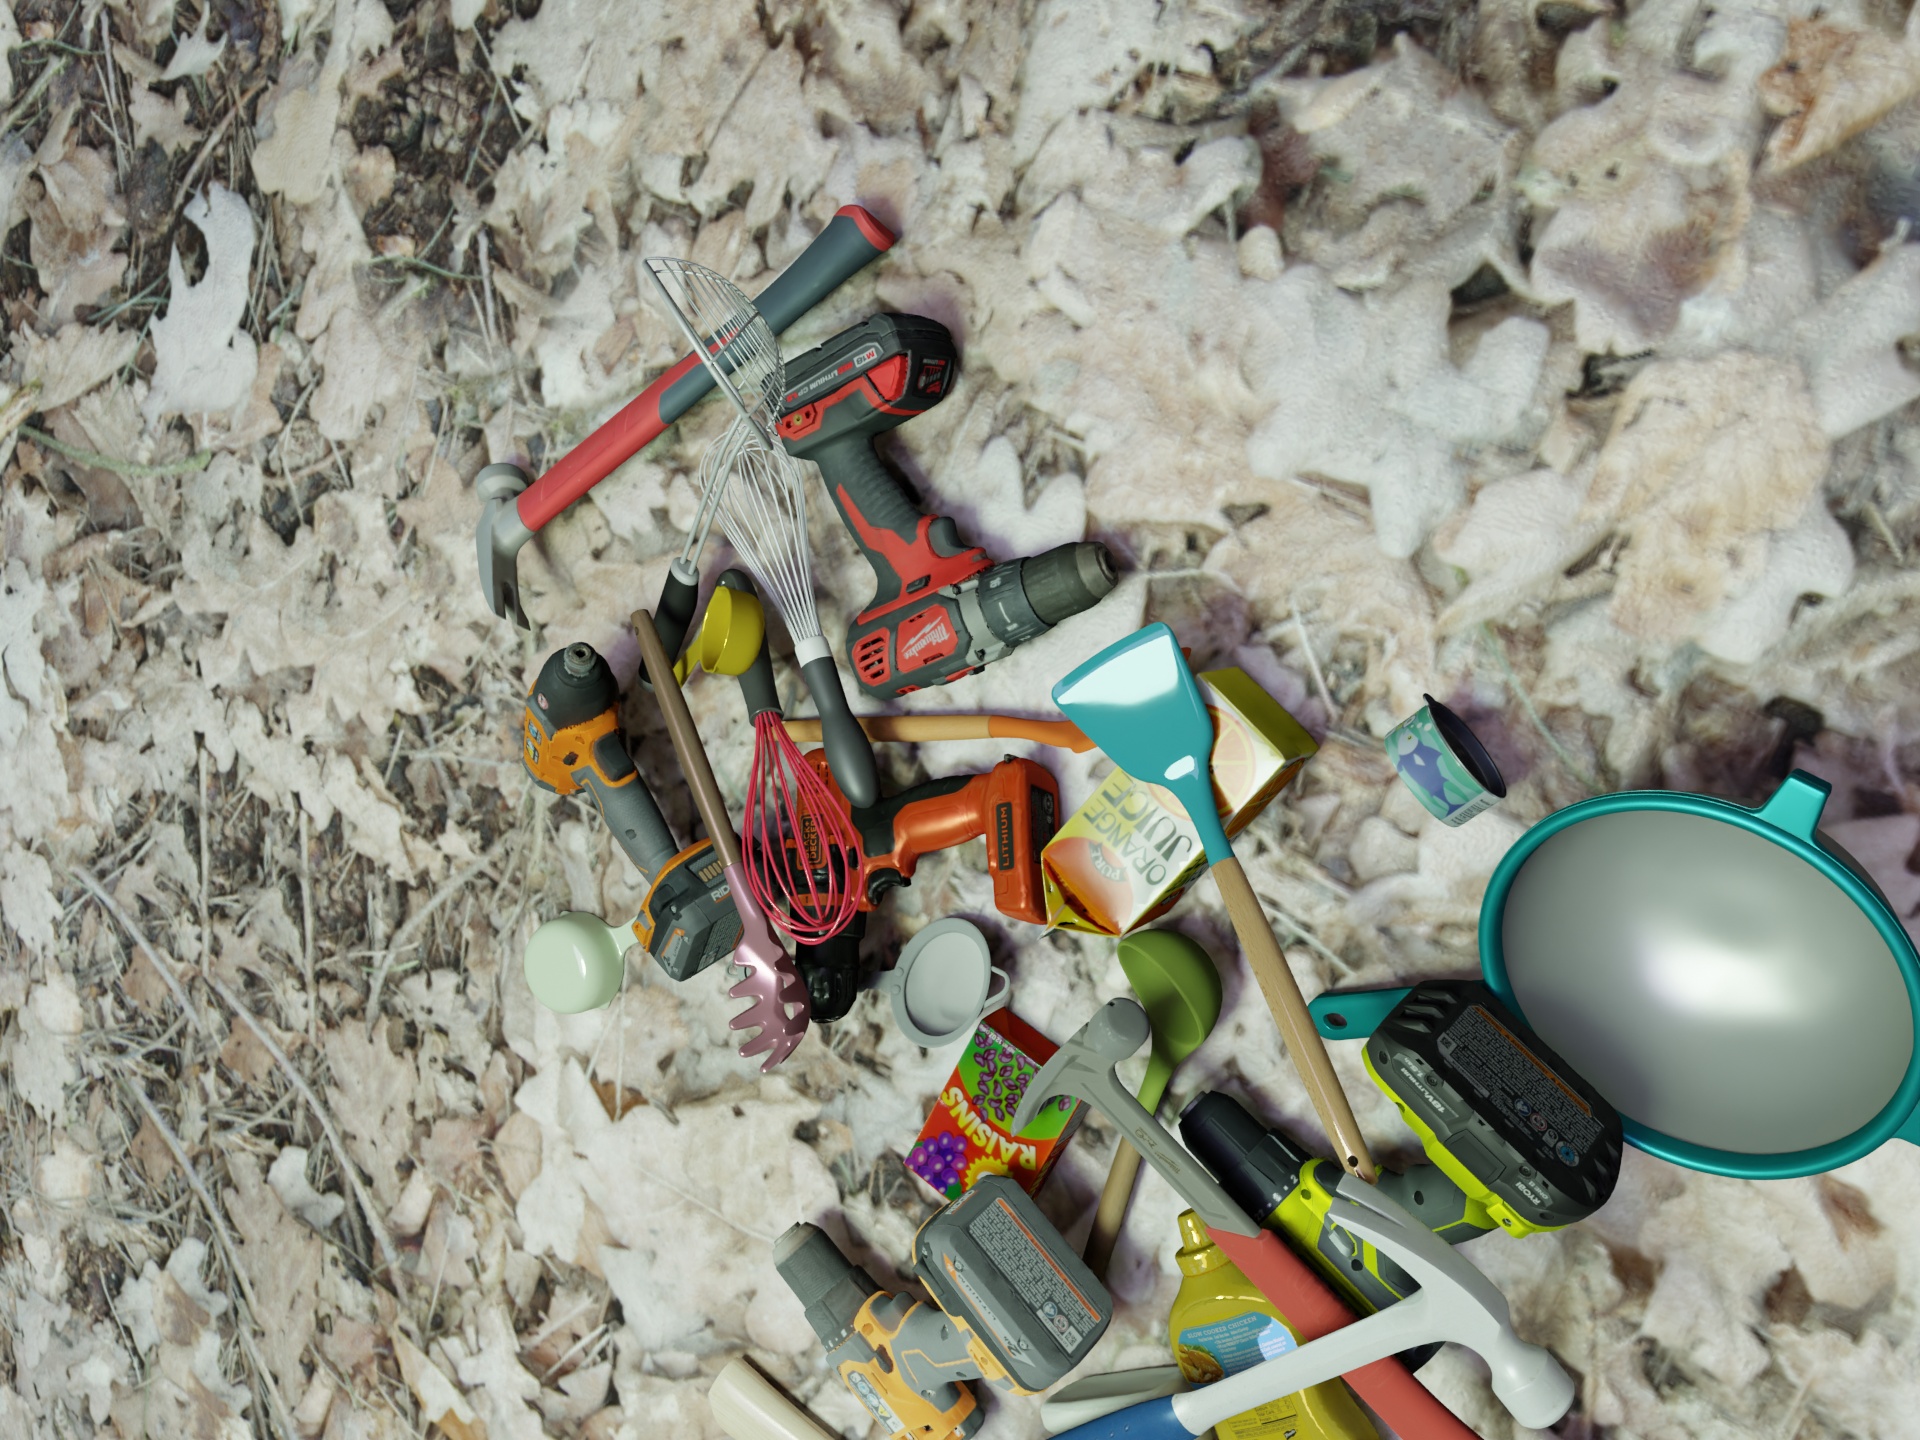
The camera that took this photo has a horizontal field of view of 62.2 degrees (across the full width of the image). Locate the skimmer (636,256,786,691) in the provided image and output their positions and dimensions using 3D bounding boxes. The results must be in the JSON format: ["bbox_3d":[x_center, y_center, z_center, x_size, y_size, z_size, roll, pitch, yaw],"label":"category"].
[{"bbox_3d":[-0.189,-0.133,1.018,0.127,0.090,0.363,56,141,24],"label":"skimmer"}]

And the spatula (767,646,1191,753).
[{"bbox_3d":[-0.002,-0.003,1.031,0.323,0.081,0.041,-2,126,32],"label":"spatula"}]

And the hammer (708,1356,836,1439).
[{"bbox_3d":[-0.010,0.578,1.103,0.411,0.038,0.146,32,108,22],"label":"hammer"}]

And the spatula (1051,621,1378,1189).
[{"bbox_3d":[0.147,0.100,0.861,0.082,0.044,0.318,-32,67,23],"label":"spatula"}]

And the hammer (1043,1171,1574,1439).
[{"bbox_3d":[0.131,0.381,0.892,0.144,0.035,0.405,50,127,2],"label":"hammer"}]

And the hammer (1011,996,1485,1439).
[{"bbox_3d":[0.180,0.321,0.901,0.359,0.037,0.149,45,139,15],"label":"hammer"}]

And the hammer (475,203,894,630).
[{"bbox_3d":[-0.197,-0.213,1.096,0.386,0.038,0.143,-33,53,24],"label":"hammer"}]

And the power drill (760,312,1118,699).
[{"bbox_3d":[-0.014,-0.141,1.009,0.188,0.080,0.227,-21,88,28],"label":"power drill"}]

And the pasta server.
[{"bbox_3d":[-0.163,0.070,1.032,0.060,0.040,0.316,-34,73,43],"label":"pasta server"}]

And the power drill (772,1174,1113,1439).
[{"bbox_3d":[-0.025,0.378,1.038,0.185,0.084,0.226,48,133,11],"label":"power drill"}]

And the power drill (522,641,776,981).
[{"bbox_3d":[-0.225,0.055,1.106,0.227,0.084,0.164,51,149,14],"label":"power drill"}]

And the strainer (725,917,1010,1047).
[{"bbox_3d":[-0.063,0.176,1.088,0.258,0.050,0.087,-1,68,34],"label":"strainer"}]

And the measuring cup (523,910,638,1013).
[{"bbox_3d":[-0.265,0.167,1.194,0.167,0.038,0.083,-30,81,28],"label":"measuring cup"}]

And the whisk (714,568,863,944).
[{"bbox_3d":[-0.124,0.015,1.048,0.073,0.073,0.296,-36,54,26],"label":"whisk"}]

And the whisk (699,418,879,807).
[{"bbox_3d":[-0.107,-0.073,1.054,0.070,0.070,0.285,-28,73,28],"label":"whisk"}]

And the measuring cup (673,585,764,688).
[{"bbox_3d":[-0.169,-0.039,1.074,0.156,0.029,0.062,-39,47,56],"label":"measuring cup"}]

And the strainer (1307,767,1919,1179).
[{"bbox_3d":[0.340,0.129,0.848,0.340,0.095,0.211,-19,99,49],"label":"strainer"}]

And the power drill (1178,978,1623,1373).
[{"bbox_3d":[0.232,0.245,0.885,0.191,0.080,0.228,45,136,16],"label":"power drill"}]

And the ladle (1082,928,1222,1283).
[{"bbox_3d":[0.097,0.277,1.004,0.078,0.062,0.320,35,116,49],"label":"ladle"}]
